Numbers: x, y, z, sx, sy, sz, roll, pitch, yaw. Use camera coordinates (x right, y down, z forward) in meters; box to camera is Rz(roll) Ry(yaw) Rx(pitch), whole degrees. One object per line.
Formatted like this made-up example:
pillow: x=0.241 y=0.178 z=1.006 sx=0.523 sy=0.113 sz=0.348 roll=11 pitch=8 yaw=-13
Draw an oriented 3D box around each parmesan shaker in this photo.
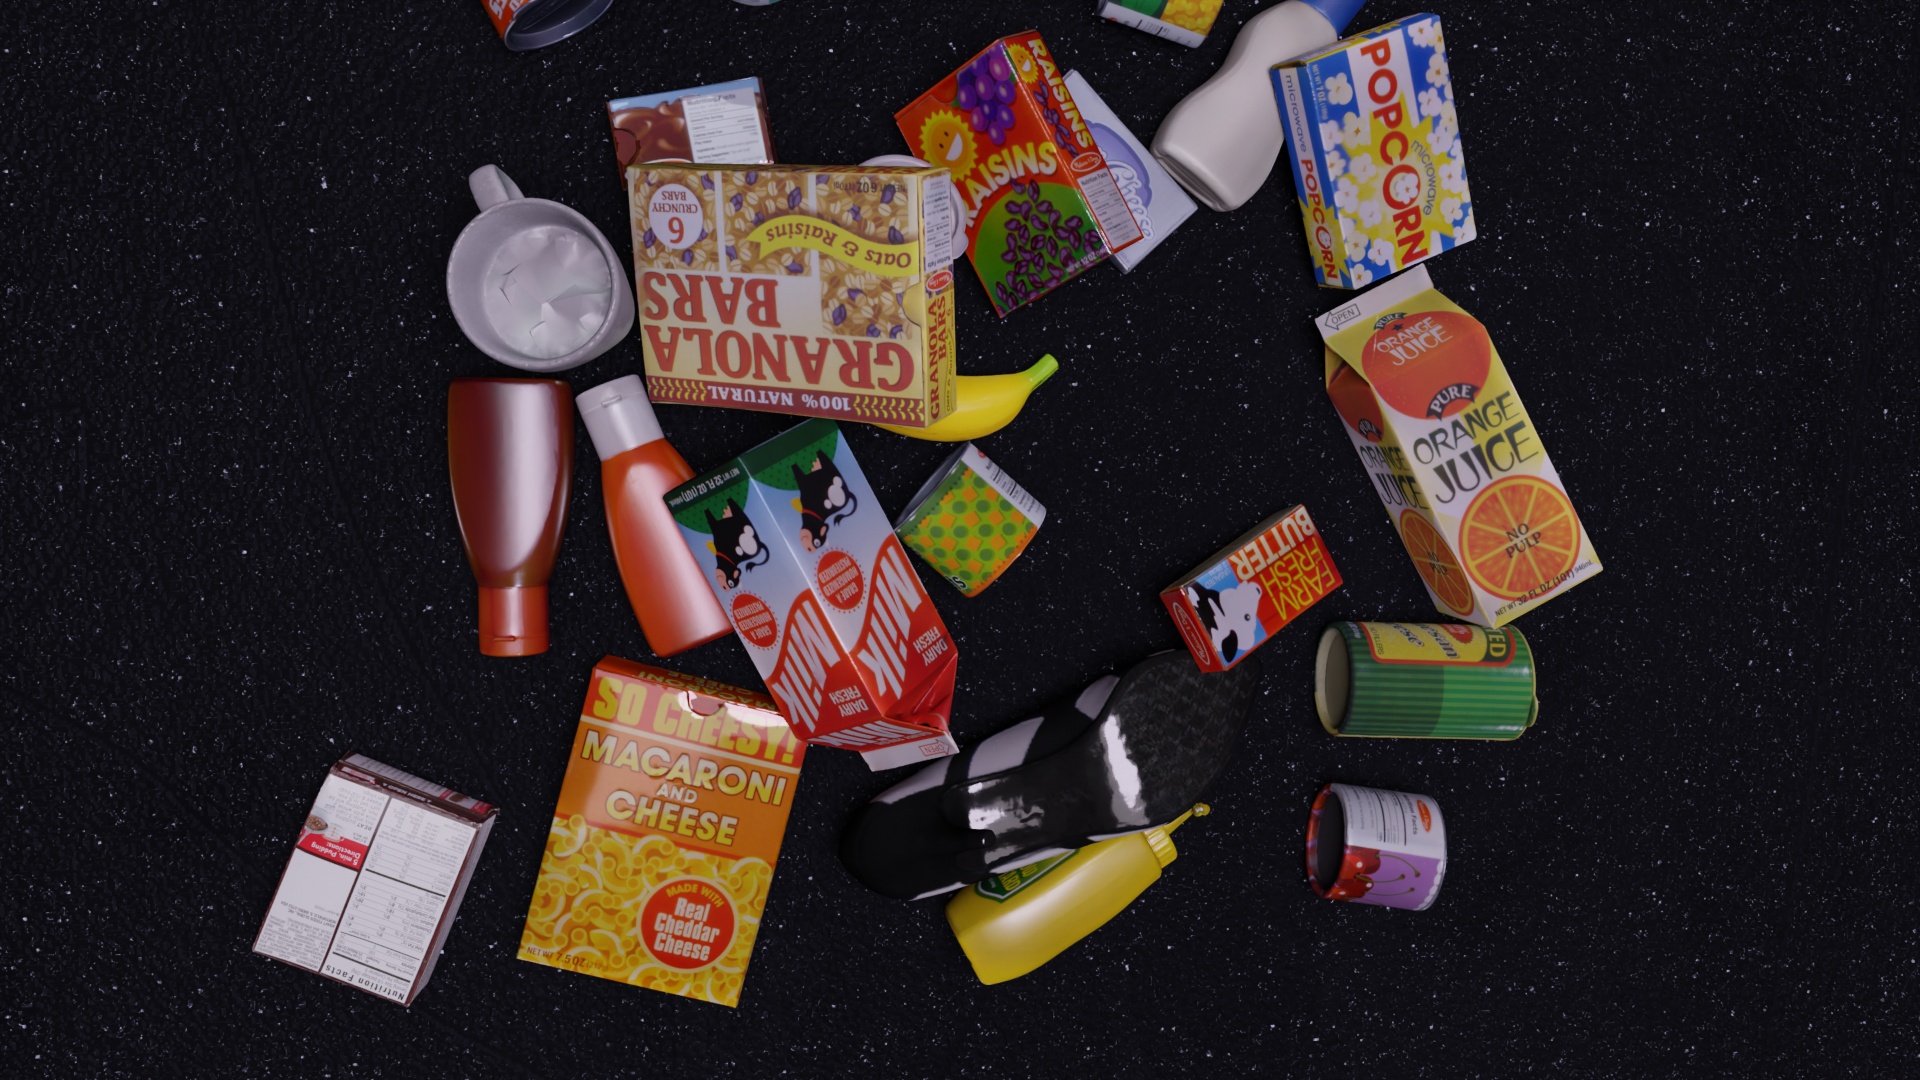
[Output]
parmesan shaker: x=0.261 y=0.080 z=0.784 sx=0.103 sy=0.071 sz=0.071 roll=2 pitch=94 yaw=-5

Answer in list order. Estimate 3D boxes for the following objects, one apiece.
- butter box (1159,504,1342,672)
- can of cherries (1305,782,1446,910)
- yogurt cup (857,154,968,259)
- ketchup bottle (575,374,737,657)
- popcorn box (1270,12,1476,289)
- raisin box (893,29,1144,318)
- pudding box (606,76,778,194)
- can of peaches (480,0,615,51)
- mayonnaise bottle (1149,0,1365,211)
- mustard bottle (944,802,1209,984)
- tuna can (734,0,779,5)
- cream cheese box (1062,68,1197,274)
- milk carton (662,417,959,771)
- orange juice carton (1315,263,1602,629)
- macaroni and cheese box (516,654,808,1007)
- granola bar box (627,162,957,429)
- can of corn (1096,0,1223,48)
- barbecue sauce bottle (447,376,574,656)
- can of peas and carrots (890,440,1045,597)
butter box: x=0.164 y=0.026 z=0.776 sx=0.104 sy=0.024 sz=0.053 roll=-31 pitch=96 yaw=-28
can of cherries: x=0.235 y=0.176 z=0.792 sx=0.058 sy=0.071 sz=0.071 roll=8 pitch=93 yaw=-5
yogurt cup: x=-0.036 y=-0.163 z=0.742 sx=0.072 sy=0.053 sz=0.072 roll=5 pitch=70 yaw=-13
ketchup bottle: x=-0.164 y=-0.015 z=0.754 sx=0.065 sy=0.043 sz=0.148 roll=-22 pitch=95 yaw=-10
popcorn box: x=0.226 y=-0.211 z=0.756 sx=0.085 sy=0.038 sz=0.126 roll=-24 pitch=112 yaw=-14
raisin box: x=0.030 y=-0.193 z=0.739 sx=0.040 sy=0.086 sz=0.123 roll=-34 pitch=98 yaw=-45
pudding box: x=-0.144 y=-0.217 z=0.749 sx=0.084 sy=0.030 sz=0.049 roll=-11 pitch=96 yaw=-4
can of peaches: x=-0.221 y=-0.296 z=0.717 sx=0.071 sy=0.071 sz=0.058 roll=-29 pitch=95 yaw=-2
mayonnaise bottle: x=0.171 y=-0.257 z=0.769 sx=0.064 sy=0.041 sz=0.148 roll=37 pitch=89 yaw=-13
mustard bottle: x=0.069 y=0.186 z=0.781 sx=0.160 sy=0.065 sz=0.048 roll=-30 pitch=102 yaw=-8
tuna can: x=-0.110 y=-0.326 z=0.743 sx=0.071 sy=0.033 sz=0.071 roll=0 pitch=94 yaw=-5
cream cheese box: x=0.077 y=-0.204 z=0.772 sx=0.053 sy=0.024 sz=0.104 roll=-44 pitch=96 yaw=-1
milk carton: x=-0.069 y=0.037 z=0.737 sx=0.074 sy=0.072 sz=0.190 roll=-36 pitch=101 yaw=-47
orange juice carton: x=0.270 y=-0.054 z=0.775 sx=0.072 sy=0.073 sz=0.192 roll=-28 pitch=95 yaw=-2
macaroni and cheese box: x=-0.160 y=0.160 z=0.768 sx=0.124 sy=0.040 sz=0.166 roll=15 pitch=93 yaw=-7
granola bar box: x=-0.086 y=-0.127 z=0.705 sx=0.165 sy=0.039 sz=0.123 roll=7 pitch=112 yaw=22
can of corn: x=0.112 y=-0.308 z=0.746 sx=0.058 sy=0.071 sz=0.071 roll=17 pitch=93 yaw=-7
barbecue sauce bottle: x=-0.241 y=-0.013 z=0.748 sx=0.065 sy=0.044 sz=0.148 roll=1 pitch=94 yaw=-2
can of peas and carrots: x=0.003 y=-0.010 z=0.759 sx=0.058 sy=0.071 sz=0.071 roll=41 pitch=90 yaw=-7
